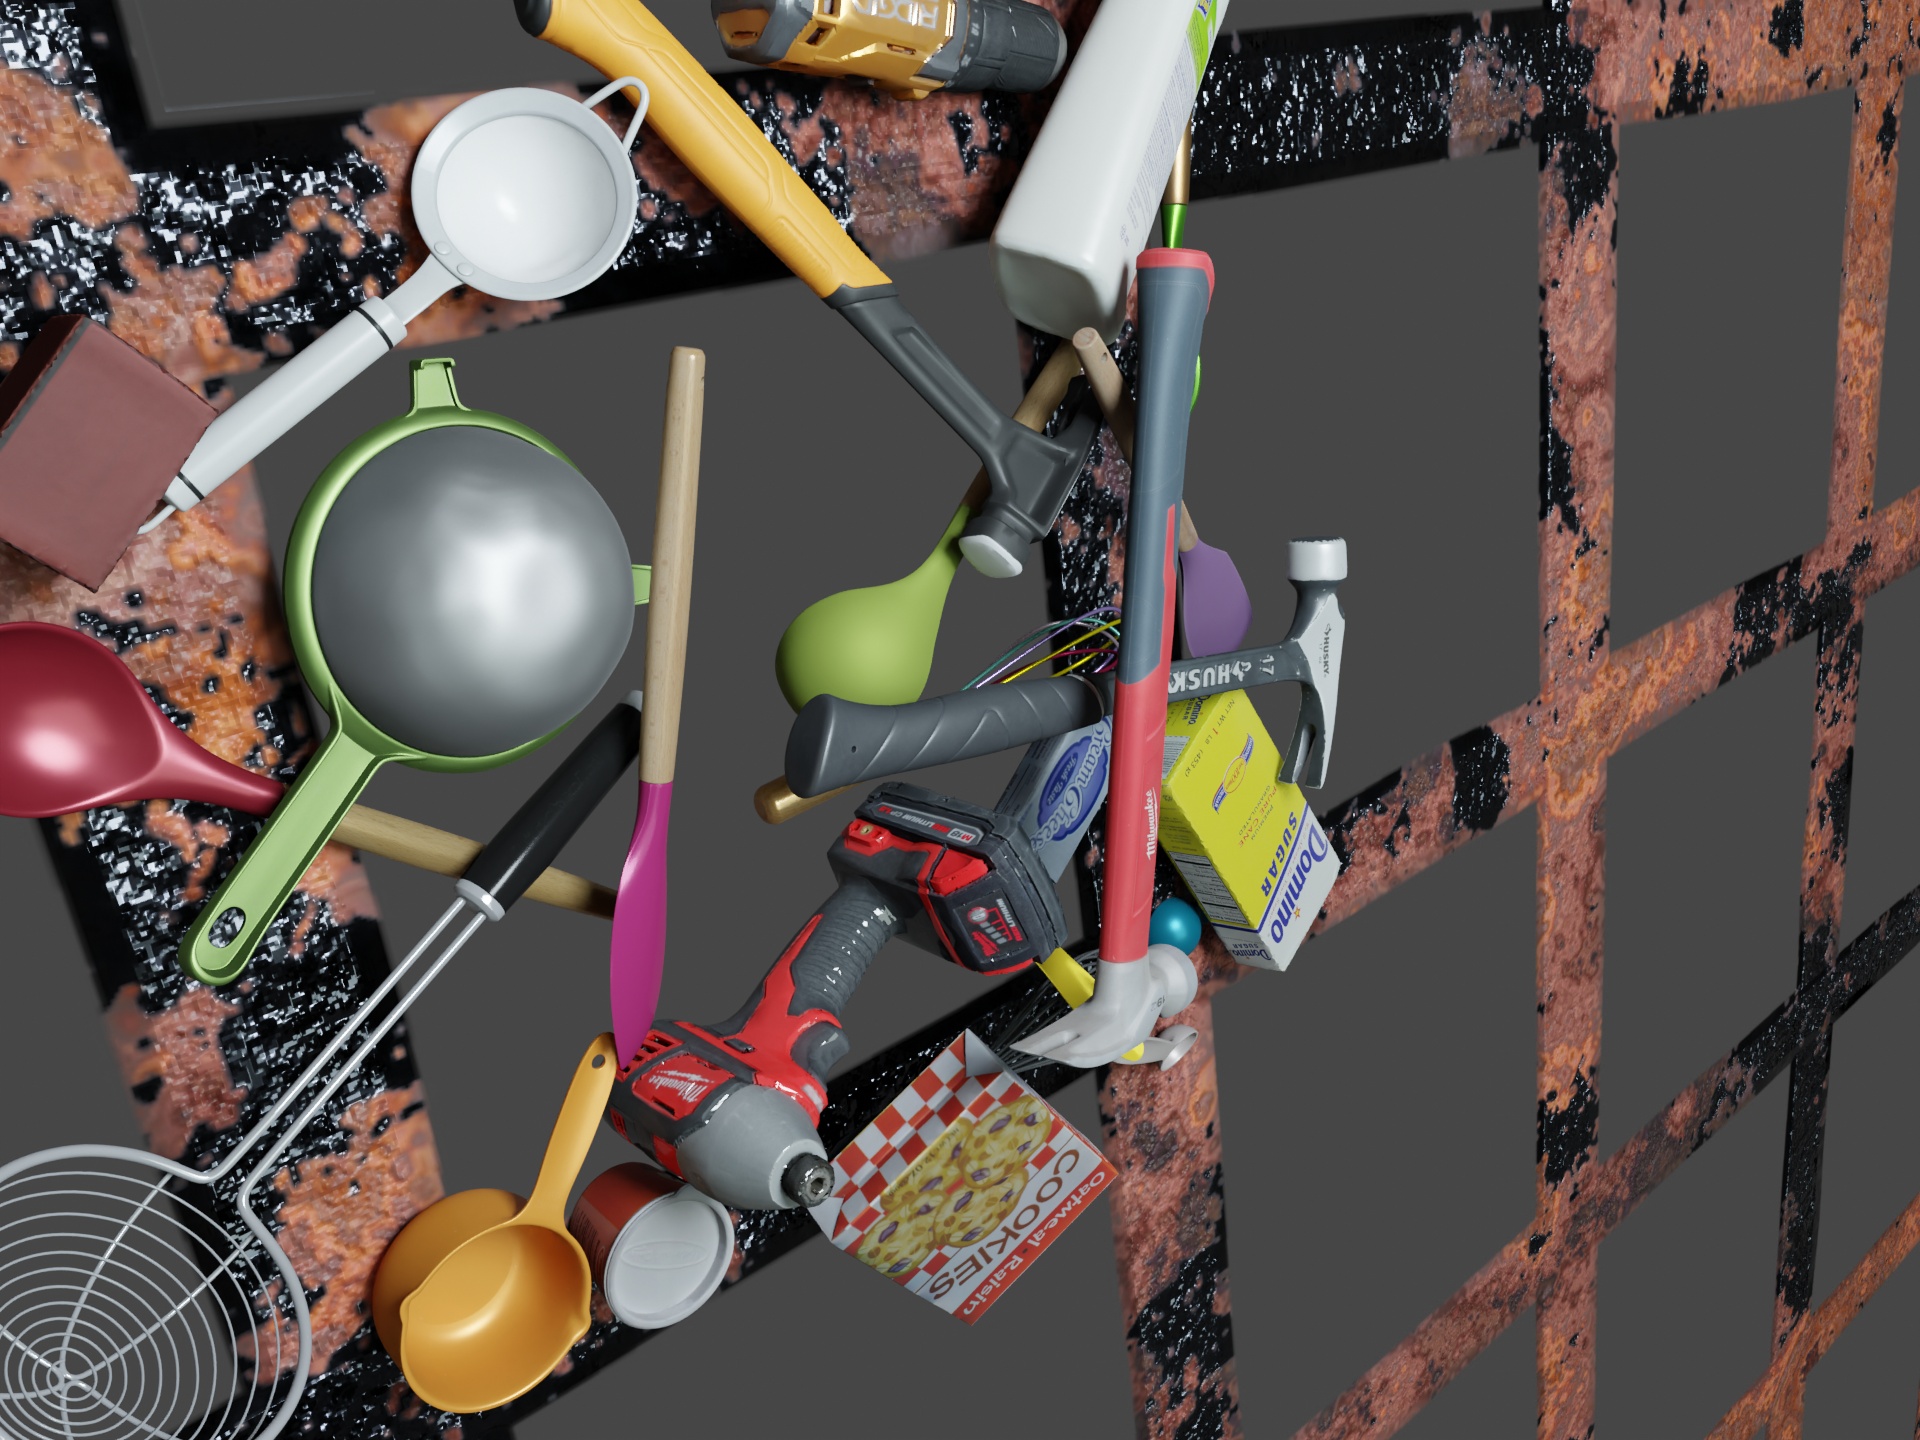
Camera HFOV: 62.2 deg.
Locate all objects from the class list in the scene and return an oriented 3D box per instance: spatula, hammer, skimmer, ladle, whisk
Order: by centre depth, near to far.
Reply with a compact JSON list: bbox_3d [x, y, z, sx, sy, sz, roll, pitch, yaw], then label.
[{"bbox_3d":[-0.213,0.107,0.599,0.127,0.090,0.363,42,55,-10],"label":"skimmer"},{"bbox_3d":[-0.252,0.039,0.642,0.315,0.031,0.069,27,78,-43],"label":"ladle"},{"bbox_3d":[-0.057,-0.214,0.712,0.336,0.034,0.127,41,65,-31],"label":"hammer"},{"bbox_3d":[0.082,-0.029,0.764,0.143,0.038,0.386,-10,106,-57],"label":"hammer"},{"bbox_3d":[0.009,-0.127,0.821,0.078,0.062,0.320,49,62,-38],"label":"ladle"},{"bbox_3d":[0.077,-0.009,0.835,0.408,0.036,0.149,-11,103,-42],"label":"hammer"},{"bbox_3d":[-0.002,-0.001,0.839,0.245,0.047,0.051,-26,105,-28],"label":"whisk"},{"bbox_3d":[0.115,-0.110,0.870,0.060,0.018,0.315,-58,147,-12],"label":"spatula"},{"bbox_3d":[0.015,0.198,0.901,0.239,0.055,0.055,-29,118,-27],"label":"whisk"}]

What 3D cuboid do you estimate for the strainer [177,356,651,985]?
[{"bbox_3d":[-0.207,-0.007,0.616,0.151,0.069,0.256,48,60,-39],"label":"strainer"}]

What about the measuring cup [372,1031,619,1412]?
[{"bbox_3d":[-0.201,0.216,0.714,0.095,0.052,0.174,27,81,-41],"label":"measuring cup"}]

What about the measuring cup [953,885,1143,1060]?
[{"bbox_3d":[0.048,0.137,0.894,0.156,0.029,0.062,48,68,-18],"label":"measuring cup"}]

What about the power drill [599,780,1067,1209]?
[{"bbox_3d":[-0.056,0.134,0.757,0.220,0.143,0.078,-44,126,-27],"label":"power drill"}]

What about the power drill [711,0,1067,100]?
[{"bbox_3d":[-0.016,-0.394,0.702,0.185,0.084,0.226,-8,110,-41],"label":"power drill"}]

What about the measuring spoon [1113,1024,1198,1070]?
[{"bbox_3d":[0.114,0.198,0.979,0.034,0.018,0.124,-52,151,10],"label":"measuring spoon"}]

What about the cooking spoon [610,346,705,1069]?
[{"bbox_3d":[-0.130,0.001,0.688,0.017,0.069,0.318,7,104,3],"label":"cooking spoon"}]

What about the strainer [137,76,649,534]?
[{"bbox_3d":[-0.217,-0.158,0.613,0.087,0.050,0.258,45,75,0],"label":"strainer"}]

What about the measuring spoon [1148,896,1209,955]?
[{"bbox_3d":[0.172,0.123,1.027,0.128,0.021,0.042,-19,113,-35],"label":"measuring spoon"}]

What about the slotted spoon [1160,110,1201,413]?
[{"bbox_3d":[0.116,-0.307,0.865,0.070,0.031,0.313,-24,116,-64],"label":"slotted spoon"}]
